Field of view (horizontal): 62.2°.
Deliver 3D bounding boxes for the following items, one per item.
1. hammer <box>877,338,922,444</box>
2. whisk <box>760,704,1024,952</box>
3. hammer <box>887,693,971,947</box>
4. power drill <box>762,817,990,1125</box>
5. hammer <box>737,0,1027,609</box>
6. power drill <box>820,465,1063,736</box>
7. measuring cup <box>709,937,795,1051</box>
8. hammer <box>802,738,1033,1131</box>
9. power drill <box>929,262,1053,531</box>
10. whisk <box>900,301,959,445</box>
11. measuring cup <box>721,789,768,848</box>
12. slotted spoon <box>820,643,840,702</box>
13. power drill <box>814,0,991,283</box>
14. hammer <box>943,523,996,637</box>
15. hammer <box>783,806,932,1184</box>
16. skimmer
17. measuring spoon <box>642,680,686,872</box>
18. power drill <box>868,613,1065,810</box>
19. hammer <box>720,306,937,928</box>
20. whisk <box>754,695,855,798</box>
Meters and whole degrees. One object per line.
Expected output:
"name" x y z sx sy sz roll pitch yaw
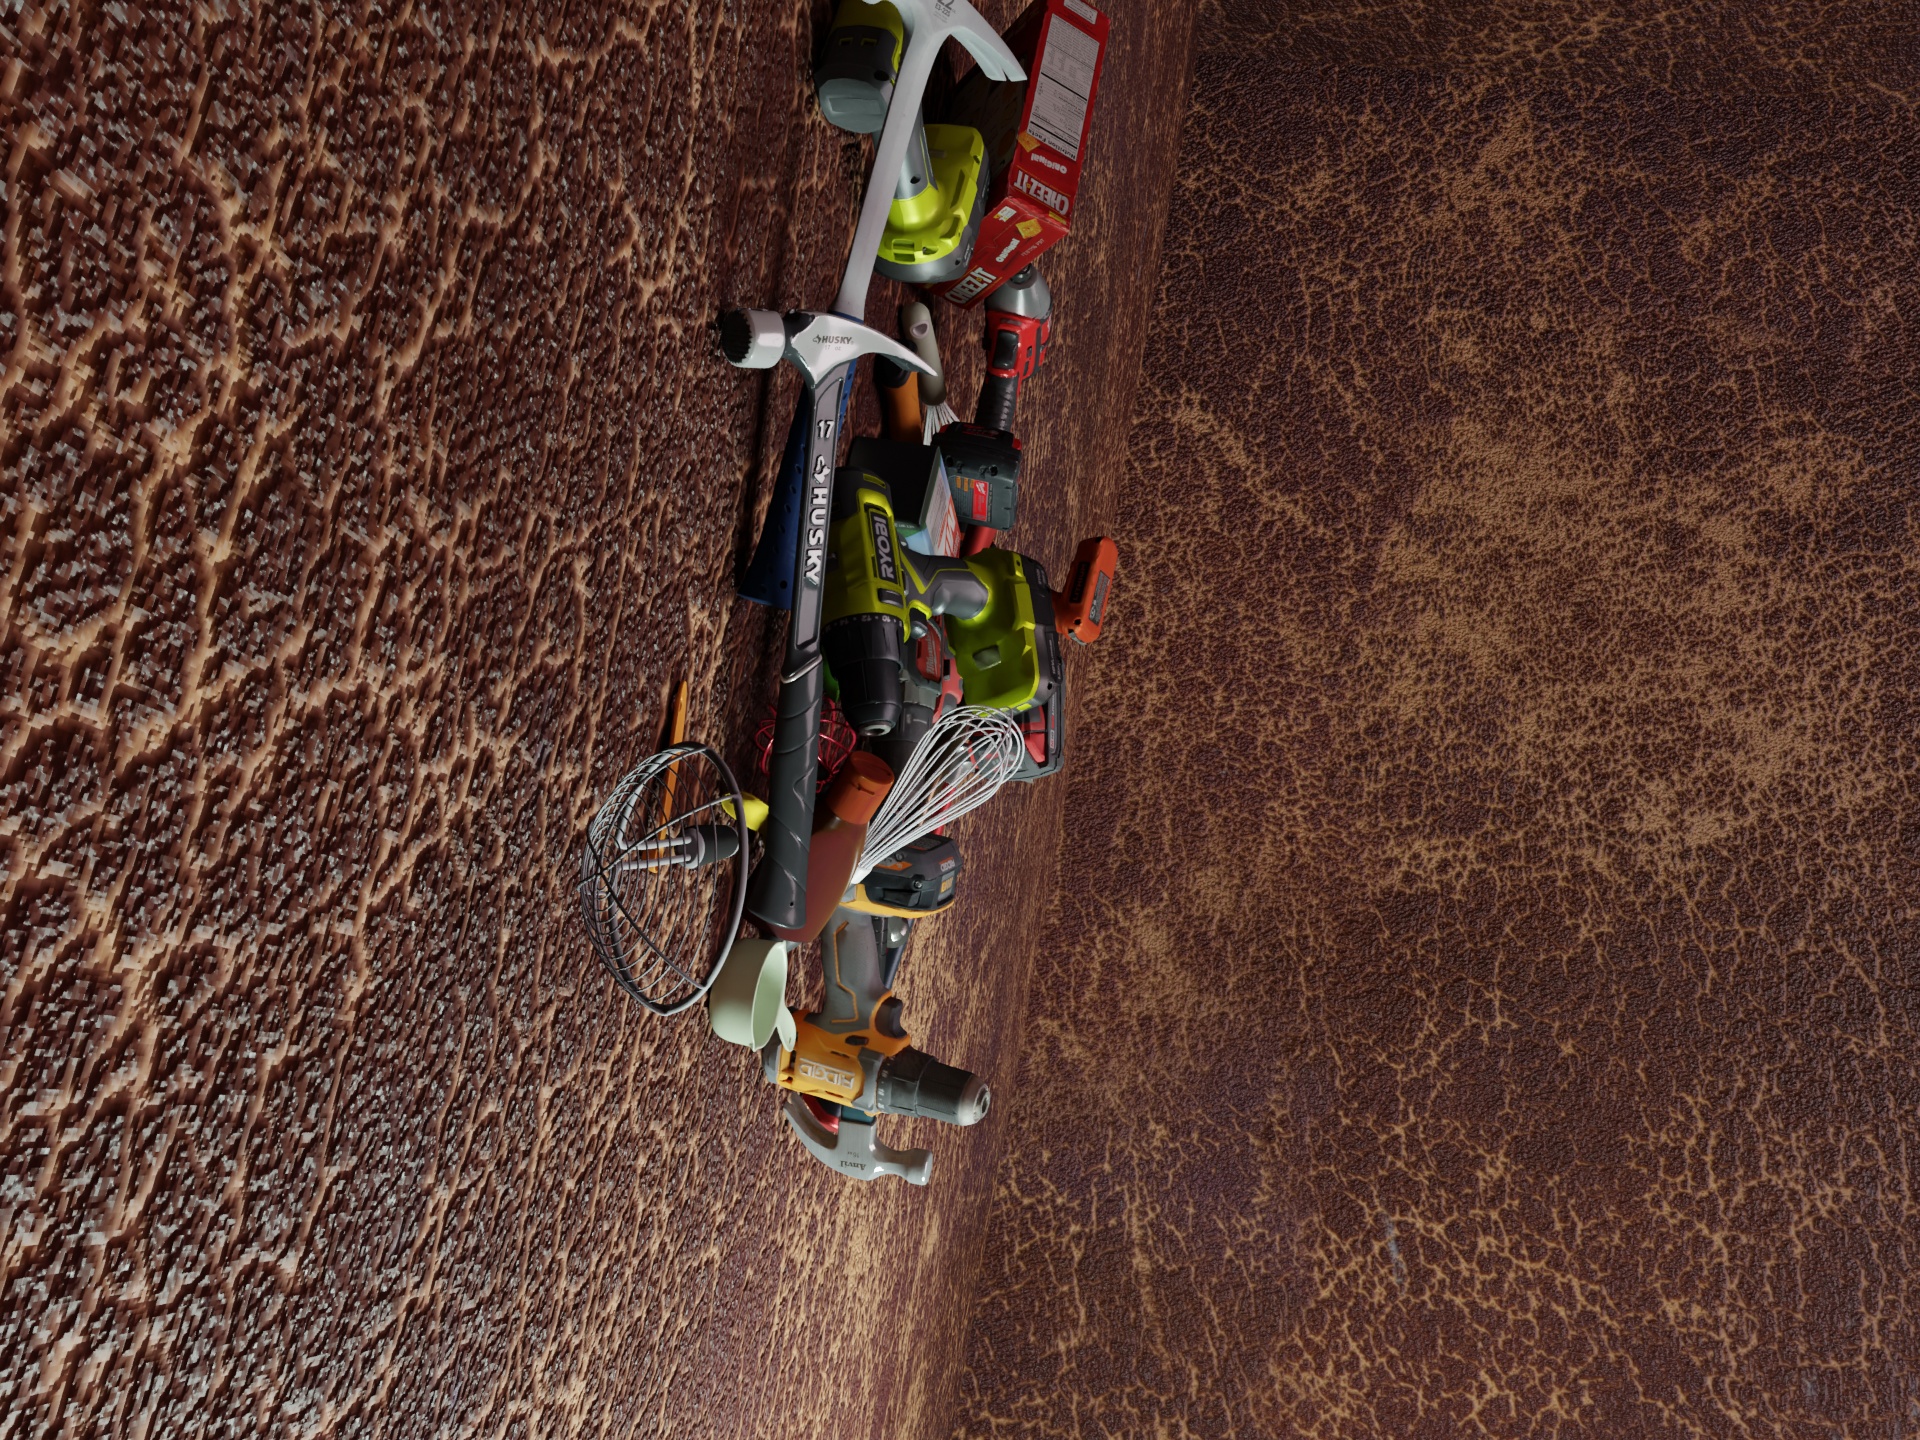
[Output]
"hammer" -0.041 -0.204 1.425 0.336 0.034 0.127 86 17 -51
"whisk" -0.057 0.086 1.158 0.284 0.070 0.070 -44 -173 25
"hammer" -0.019 0.032 1.429 0.130 0.031 0.331 81 26 -61
"power drill" -0.055 0.201 1.243 0.084 0.185 0.226 -17 117 -67
"hammer" -0.066 -0.269 1.023 0.144 0.035 0.405 10 99 -43
"power drill" -0.022 -0.069 1.180 0.228 0.080 0.191 14 61 -50
"measuring cup" -0.150 0.213 1.171 0.167 0.038 0.083 83 18 -62
"hammer" -0.048 0.195 1.479 0.038 0.143 0.386 73 32 -61
"power drill" 0.033 -0.290 1.391 0.143 0.078 0.220 91 12 -69
"whisk" -0.023 -0.290 1.442 0.246 0.058 0.059 74 -8 -61
"measuring cup" -0.136 0.067 1.136 0.029 0.062 0.156 57 6 28
"slotted spoon" -0.083 -0.021 1.370 0.313 0.031 0.070 66 34 -75
"power drill" -0.036 -0.440 1.139 0.223 0.080 0.171 70 31 -63
"hammer" -0.020 -0.060 1.478 0.149 0.037 0.359 78 28 -63
"hammer" -0.079 0.229 1.336 0.033 0.128 0.331 -46 141 -74
"skimmer" -0.133 0.078 0.874 0.363 0.090 0.127 54 45 -87
"measuring spoon" -0.177 0.033 0.950 0.021 0.011 0.117 85 11 -79
"power drill" -0.002 -0.004 1.331 0.226 0.080 0.188 21 66 -53
"hammer" -0.098 -0.055 1.028 0.149 0.036 0.408 -9 112 -41
"whisk" -0.107 0.036 1.211 0.295 0.073 0.073 83 17 -76
